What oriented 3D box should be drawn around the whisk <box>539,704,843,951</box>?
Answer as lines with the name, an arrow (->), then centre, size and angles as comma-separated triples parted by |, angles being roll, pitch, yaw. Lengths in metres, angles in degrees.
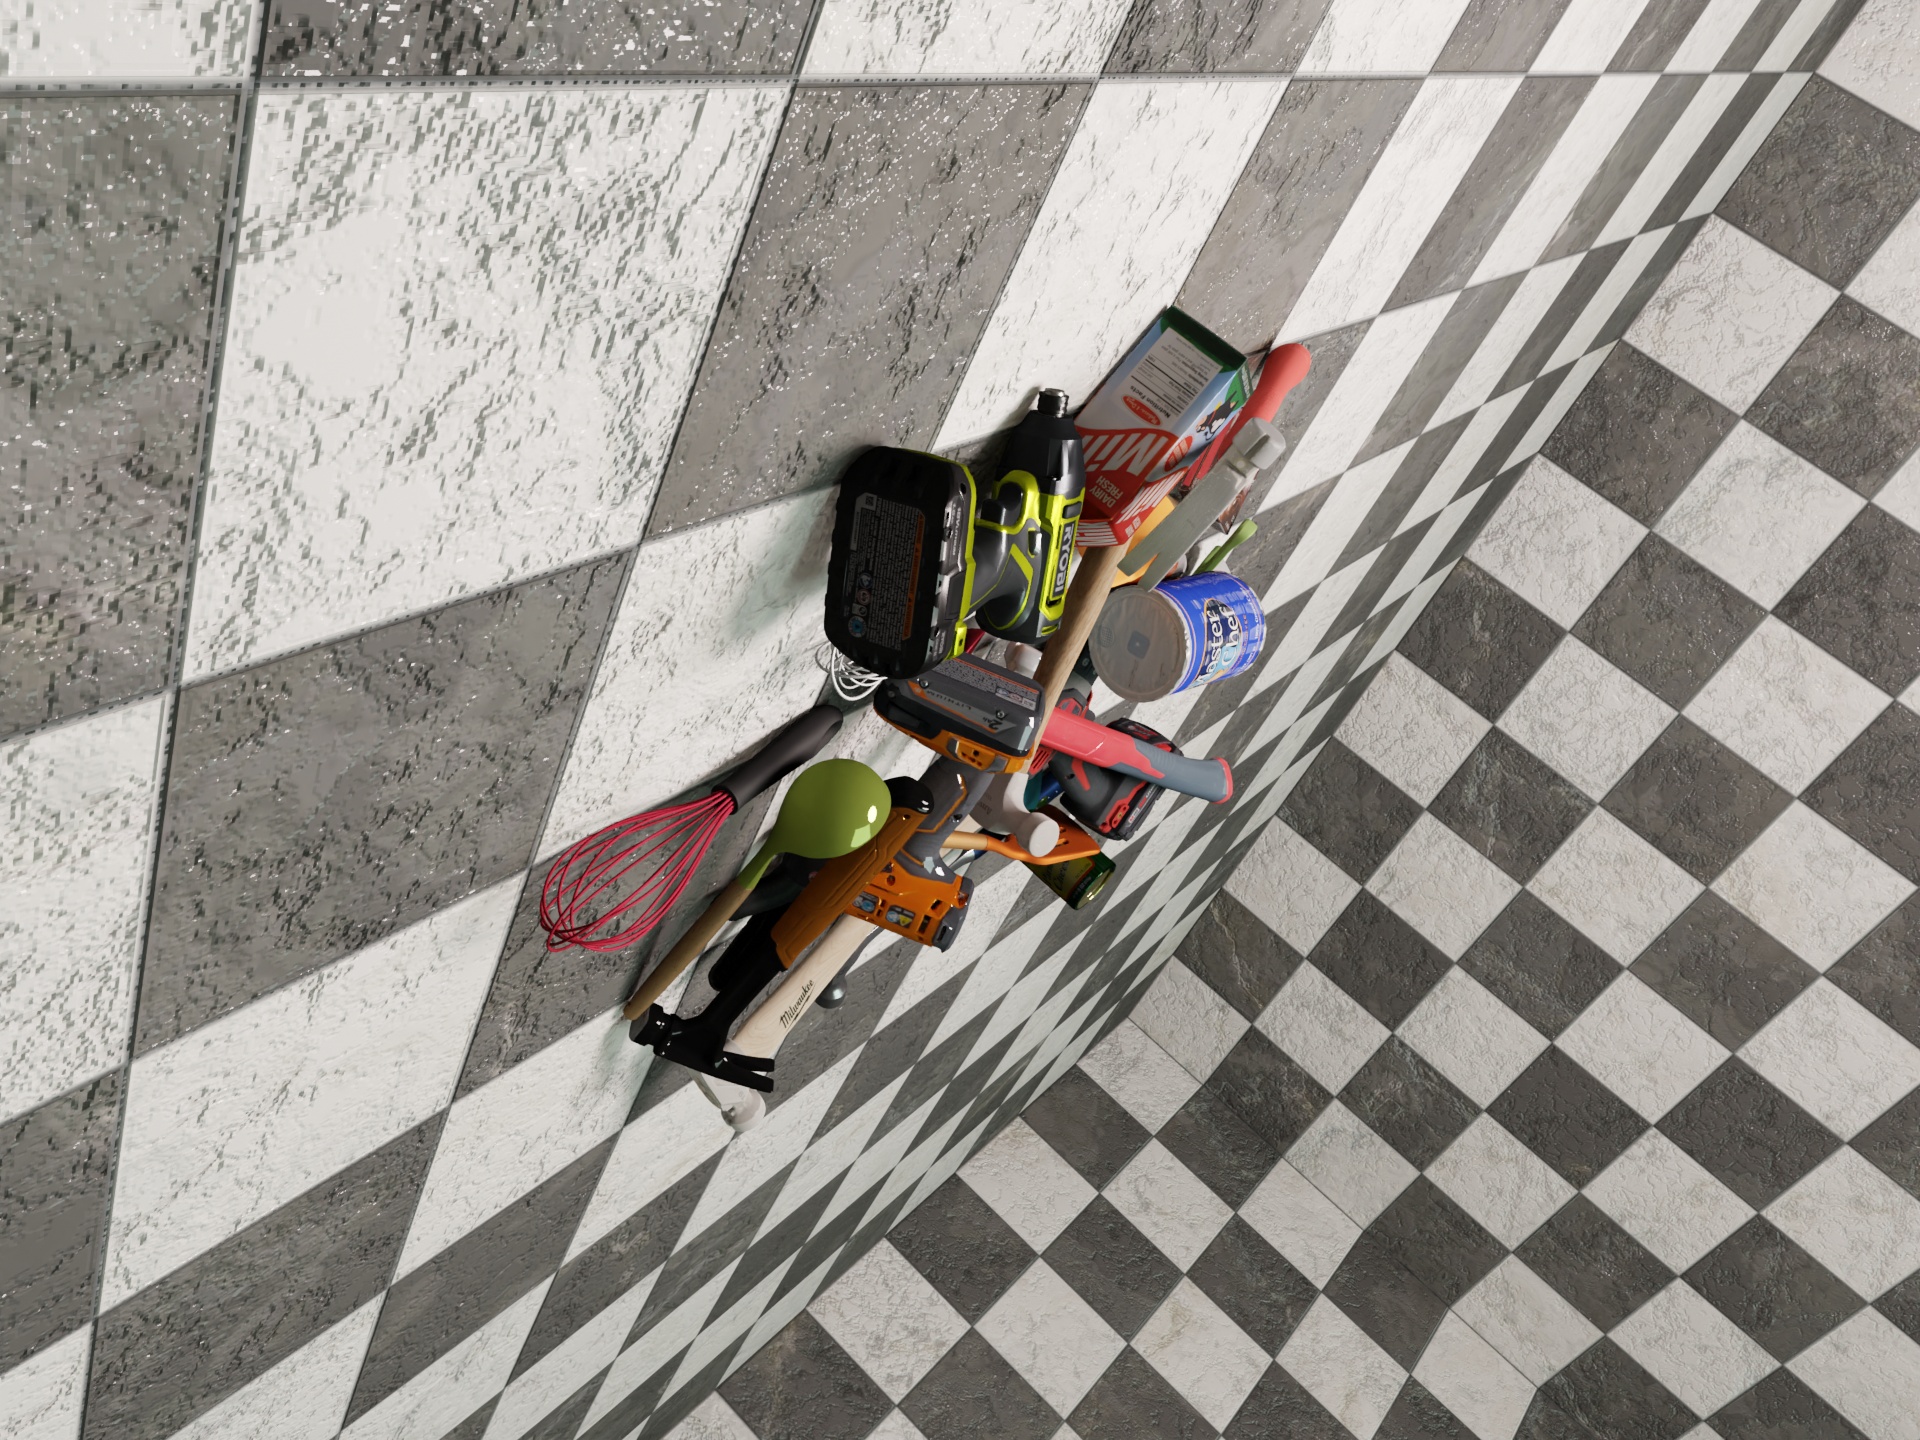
whisk -> -0.167, 0.062, 1.044 | 0.296, 0.073, 0.073 | -41, 162, -46

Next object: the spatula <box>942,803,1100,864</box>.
spatula -> 0.009, 0.103, 1.471 | 0.322, 0.081, 0.041 | 10, 116, -51

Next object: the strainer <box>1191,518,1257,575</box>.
strainer -> 0.251, -0.118, 1.563 | 0.151, 0.069, 0.256 | -49, 178, -25

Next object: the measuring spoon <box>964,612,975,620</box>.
measuring spoon -> 0.038, -0.118, 1.239 | 0.124, 0.018, 0.034 | -38, 153, -11

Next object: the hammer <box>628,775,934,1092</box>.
hammer -> -0.118, 0.163, 1.199 | 0.336, 0.127, 0.034 | -49, -155, 30

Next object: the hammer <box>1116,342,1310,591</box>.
hammer -> 0.220, -0.222, 1.247 | 0.149, 0.036, 0.359 | -47, -176, 33

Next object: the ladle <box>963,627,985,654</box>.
ladle -> -0.002, -0.004, 1.351 | 0.069, 0.031, 0.315 | -49, 165, -15

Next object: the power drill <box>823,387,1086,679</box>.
power drill -> 0.010, -0.121, 1.019 | 0.223, 0.080, 0.171 | -26, 130, -57

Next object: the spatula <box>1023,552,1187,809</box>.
spatula -> 0.139, -0.050, 1.570 | 0.317, 0.044, 0.082 | -53, 157, 9

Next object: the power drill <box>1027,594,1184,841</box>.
power drill -> 0.129, 0.000, 1.515 | 0.188, 0.080, 0.226 | -55, 140, -5

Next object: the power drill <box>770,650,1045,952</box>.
power drill -> -0.044, 0.055, 1.195 | 0.084, 0.164, 0.226 | -74, -174, -64

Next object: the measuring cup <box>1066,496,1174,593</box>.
measuring cup -> 0.101, -0.135, 1.301 | 0.173, 0.052, 0.095 | -23, 169, -8

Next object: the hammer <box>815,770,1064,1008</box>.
hammer -> 0.003, 0.143, 1.658 | 0.405, 0.035, 0.144 | -37, 159, -34

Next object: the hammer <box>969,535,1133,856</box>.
hammer -> 0.083, -0.069, 1.236 | 0.031, 0.130, 0.331 | 17, 100, -44

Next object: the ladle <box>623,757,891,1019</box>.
ladle -> -0.158, 0.136, 1.156 | 0.320, 0.062, 0.078 | -47, -151, 34

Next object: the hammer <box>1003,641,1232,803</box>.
hammer -> 0.134, 0.041, 1.454 | 0.386, 0.038, 0.143 | 20, 99, -49

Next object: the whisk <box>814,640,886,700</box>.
whisk -> -0.019, -0.077, 1.126 | 0.246, 0.058, 0.059 | -35, 128, -49

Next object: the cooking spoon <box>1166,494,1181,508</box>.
cooking spoon -> 0.160, -0.194, 1.359 | 0.068, 0.017, 0.318 | -51, 163, 13

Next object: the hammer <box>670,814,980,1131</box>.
hammer -> -0.096, 0.178, 1.451 | 0.411, 0.038, 0.146 | -47, 136, -27
